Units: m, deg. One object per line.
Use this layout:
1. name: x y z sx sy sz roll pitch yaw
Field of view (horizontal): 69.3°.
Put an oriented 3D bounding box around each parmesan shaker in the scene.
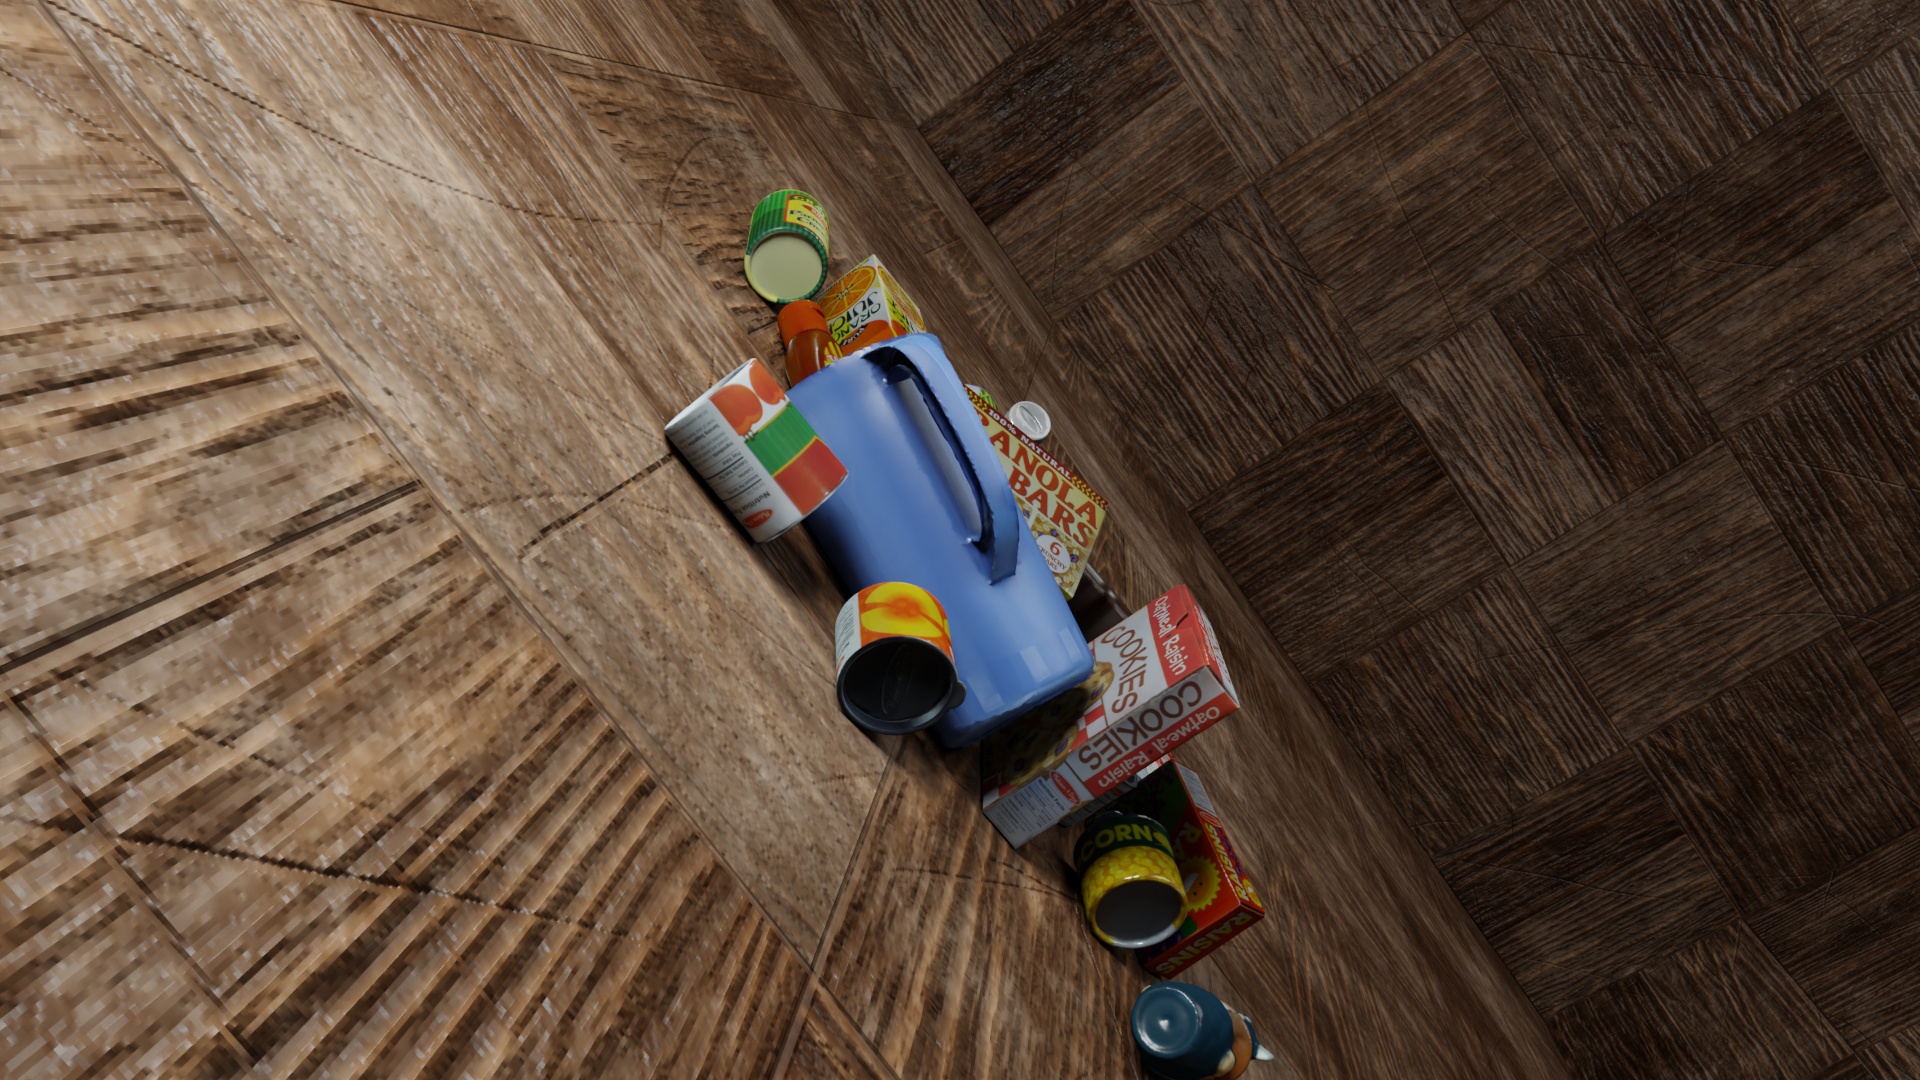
1. parmesan shaker: -0.138 -0.237 1.132 0.071 0.071 0.103 49 15 -26

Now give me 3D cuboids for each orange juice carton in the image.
1. orange juice carton: -0.071 -0.159 1.170 0.073 0.071 0.193 47 16 -32

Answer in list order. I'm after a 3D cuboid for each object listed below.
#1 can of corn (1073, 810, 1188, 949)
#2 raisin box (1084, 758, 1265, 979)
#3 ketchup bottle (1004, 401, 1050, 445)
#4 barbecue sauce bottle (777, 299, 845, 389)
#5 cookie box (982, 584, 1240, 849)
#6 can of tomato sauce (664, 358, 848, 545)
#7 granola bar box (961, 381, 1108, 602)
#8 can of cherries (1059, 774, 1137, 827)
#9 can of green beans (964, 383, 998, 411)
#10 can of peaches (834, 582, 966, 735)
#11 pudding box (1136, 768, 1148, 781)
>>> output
1. can of corn: 0.110 0.221 0.907 0.071 0.071 0.058 49 15 -27
2. raisin box: 0.148 0.230 0.978 0.040 0.086 0.124 35 23 -42
3. ketchup bottle: 0.029 -0.063 1.157 0.065 0.044 0.148 54 -32 9
4. barbecue sauce bottle: -0.102 -0.120 1.028 0.064 0.043 0.149 39 21 -47
5. cookie box: 0.090 0.108 0.890 0.040 0.167 0.123 51 14 -16
6. can of tomato sauce: -0.113 -0.051 0.777 0.083 0.071 0.071 52 14 -14
7. granola bar box: 0.028 -0.035 1.046 0.165 0.039 0.125 39 40 -10
8. can of cherries: 0.082 0.158 0.981 0.071 0.058 0.072 50 15 -19
9. can of green beans: 0.003 -0.110 1.321 0.071 0.071 0.058 52 14 -15
10. can of peaches: -0.034 0.065 0.773 0.071 0.071 0.058 49 14 -28
11. pudding box: 0.121 0.177 1.130 0.083 0.030 0.050 45 18 -38
